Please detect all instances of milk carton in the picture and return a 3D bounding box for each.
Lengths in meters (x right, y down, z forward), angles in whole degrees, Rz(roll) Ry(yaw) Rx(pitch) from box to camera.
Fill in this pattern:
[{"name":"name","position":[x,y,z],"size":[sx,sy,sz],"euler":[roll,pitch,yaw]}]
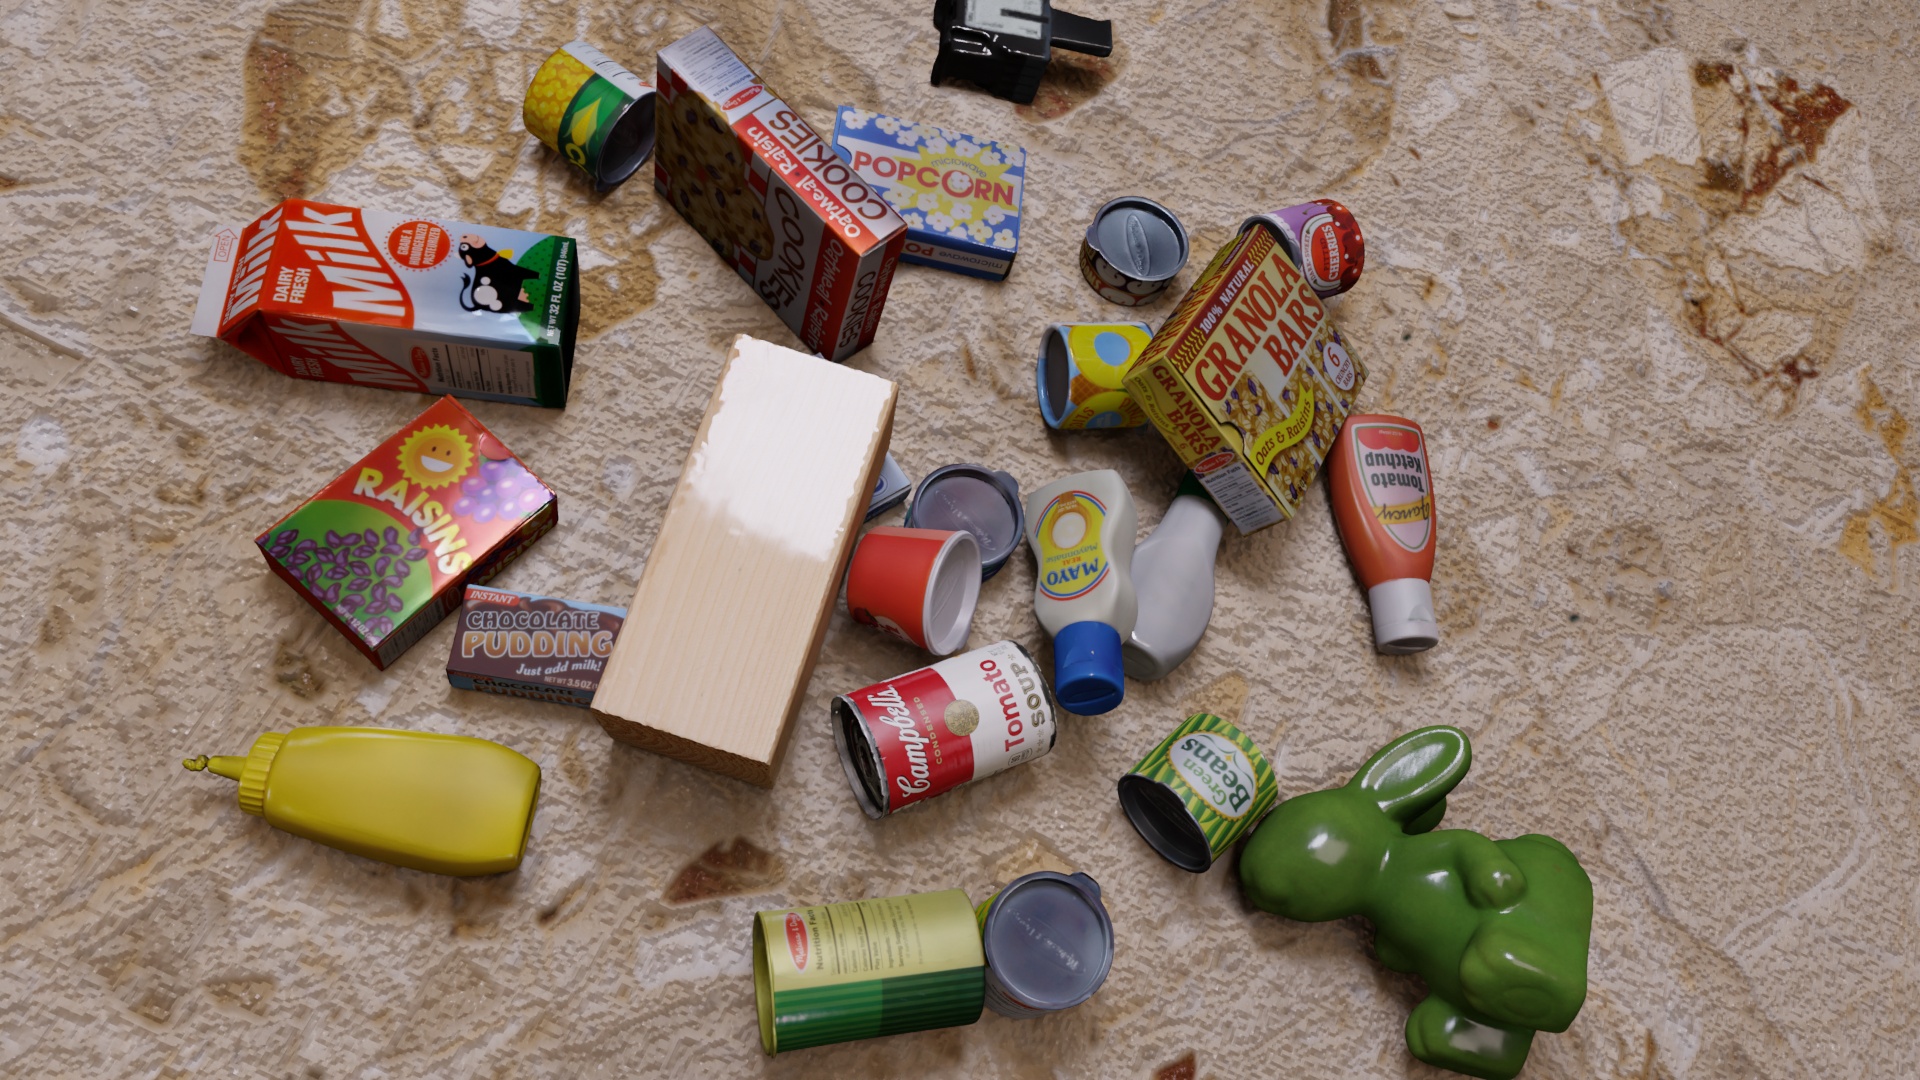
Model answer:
[{"name":"milk carton","position":[-0.310,-0.130,0.757],"size":[0.191,0.073,0.072],"euler":[5,66,-12]}]

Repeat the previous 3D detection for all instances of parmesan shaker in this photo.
[{"name":"parmesan shaker","position":[-0.045,0.211,0.675],"size":[0.103,0.071,0.071],"euler":[-2,67,-16]}]

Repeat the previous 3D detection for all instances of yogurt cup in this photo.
[{"name":"yogurt cup","position":[-0.026,0.024,0.749],"size":[0.054,0.072,0.073],"euler":[12,61,22]}]

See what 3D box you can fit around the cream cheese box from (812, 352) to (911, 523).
[{"name":"cream cheese box","position":[-0.079,-0.056,0.810],"size":[0.053,0.024,0.104],"euler":[-30,77,-22]}]

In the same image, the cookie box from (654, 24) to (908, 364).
[{"name":"cookie box","position":[-0.109,-0.196,0.810],"size":[0.040,0.122,0.167],"euler":[-40,81,-25]}]

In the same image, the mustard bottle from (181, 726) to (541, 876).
[{"name":"mustard bottle","position":[-0.286,0.119,0.666],"size":[0.160,0.048,0.065],"euler":[13,64,-8]}]

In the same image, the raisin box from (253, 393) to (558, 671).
[{"name":"raisin box","position":[-0.286,-0.006,0.727],"size":[0.086,0.040,0.124],"euler":[41,63,7]}]

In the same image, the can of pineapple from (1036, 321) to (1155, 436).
[{"name":"can of pineapple","position":[0.084,-0.099,0.848],"size":[0.058,0.070,0.071],"euler":[-3,67,-15]}]

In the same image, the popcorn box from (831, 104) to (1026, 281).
[{"name":"popcorn box","position":[-0.024,-0.222,0.891],"size":[0.127,0.038,0.085],"euler":[10,66,-10]}]

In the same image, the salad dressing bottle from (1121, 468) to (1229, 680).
[{"name":"salad dressing bottle","position":[0.129,0.012,0.823],"size":[0.064,0.043,0.148],"euler":[29,61,3]}]

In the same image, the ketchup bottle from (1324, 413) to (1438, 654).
[{"name":"ketchup bottle","position":[0.267,-0.004,0.865],"size":[0.065,0.043,0.149],"euler":[4,66,-15]}]

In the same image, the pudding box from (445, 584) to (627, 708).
[{"name":"pudding box","position":[-0.218,0.056,0.722],"size":[0.084,0.030,0.050],"euler":[11,64,-10]}]

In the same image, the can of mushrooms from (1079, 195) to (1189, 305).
[{"name":"can of mushrooms","position":[0.111,-0.190,0.914],"size":[0.071,0.033,0.071],"euler":[5,66,-12]}]

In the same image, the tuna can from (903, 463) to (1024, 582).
[{"name":"tuna can","position":[0.003,-0.010,0.806],"size":[0.071,0.032,0.071],"euler":[5,66,-12]}]

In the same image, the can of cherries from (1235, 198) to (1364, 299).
[{"name":"can of cherries","position":[0.226,-0.189,0.922],"size":[0.058,0.071,0.071],"euler":[-18,72,-22]}]

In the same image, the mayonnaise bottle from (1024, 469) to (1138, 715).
[{"name":"mayonnaise bottle","position":[0.069,0.027,0.770],"size":[0.064,0.041,0.149],"euler":[-17,43,18]}]

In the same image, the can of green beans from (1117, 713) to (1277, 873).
[{"name":"can of green beans","position":[0.129,0.136,0.754],"size":[0.058,0.071,0.071],"euler":[-37,79,-25]}]

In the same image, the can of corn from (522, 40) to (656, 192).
[{"name":"can of corn","position":[-0.223,-0.257,0.842],"size":[0.058,0.071,0.071],"euler":[35,63,3]}]

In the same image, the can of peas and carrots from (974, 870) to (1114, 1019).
[{"name":"can of peas and carrots","position":[0.039,0.204,0.705],"size":[0.071,0.058,0.071],"euler":[6,65,-12]}]

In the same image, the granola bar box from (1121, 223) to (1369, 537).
[{"name":"granola bar box","position":[0.179,-0.101,0.844],"size":[0.124,0.039,0.166],"euler":[50,48,-13]}]
